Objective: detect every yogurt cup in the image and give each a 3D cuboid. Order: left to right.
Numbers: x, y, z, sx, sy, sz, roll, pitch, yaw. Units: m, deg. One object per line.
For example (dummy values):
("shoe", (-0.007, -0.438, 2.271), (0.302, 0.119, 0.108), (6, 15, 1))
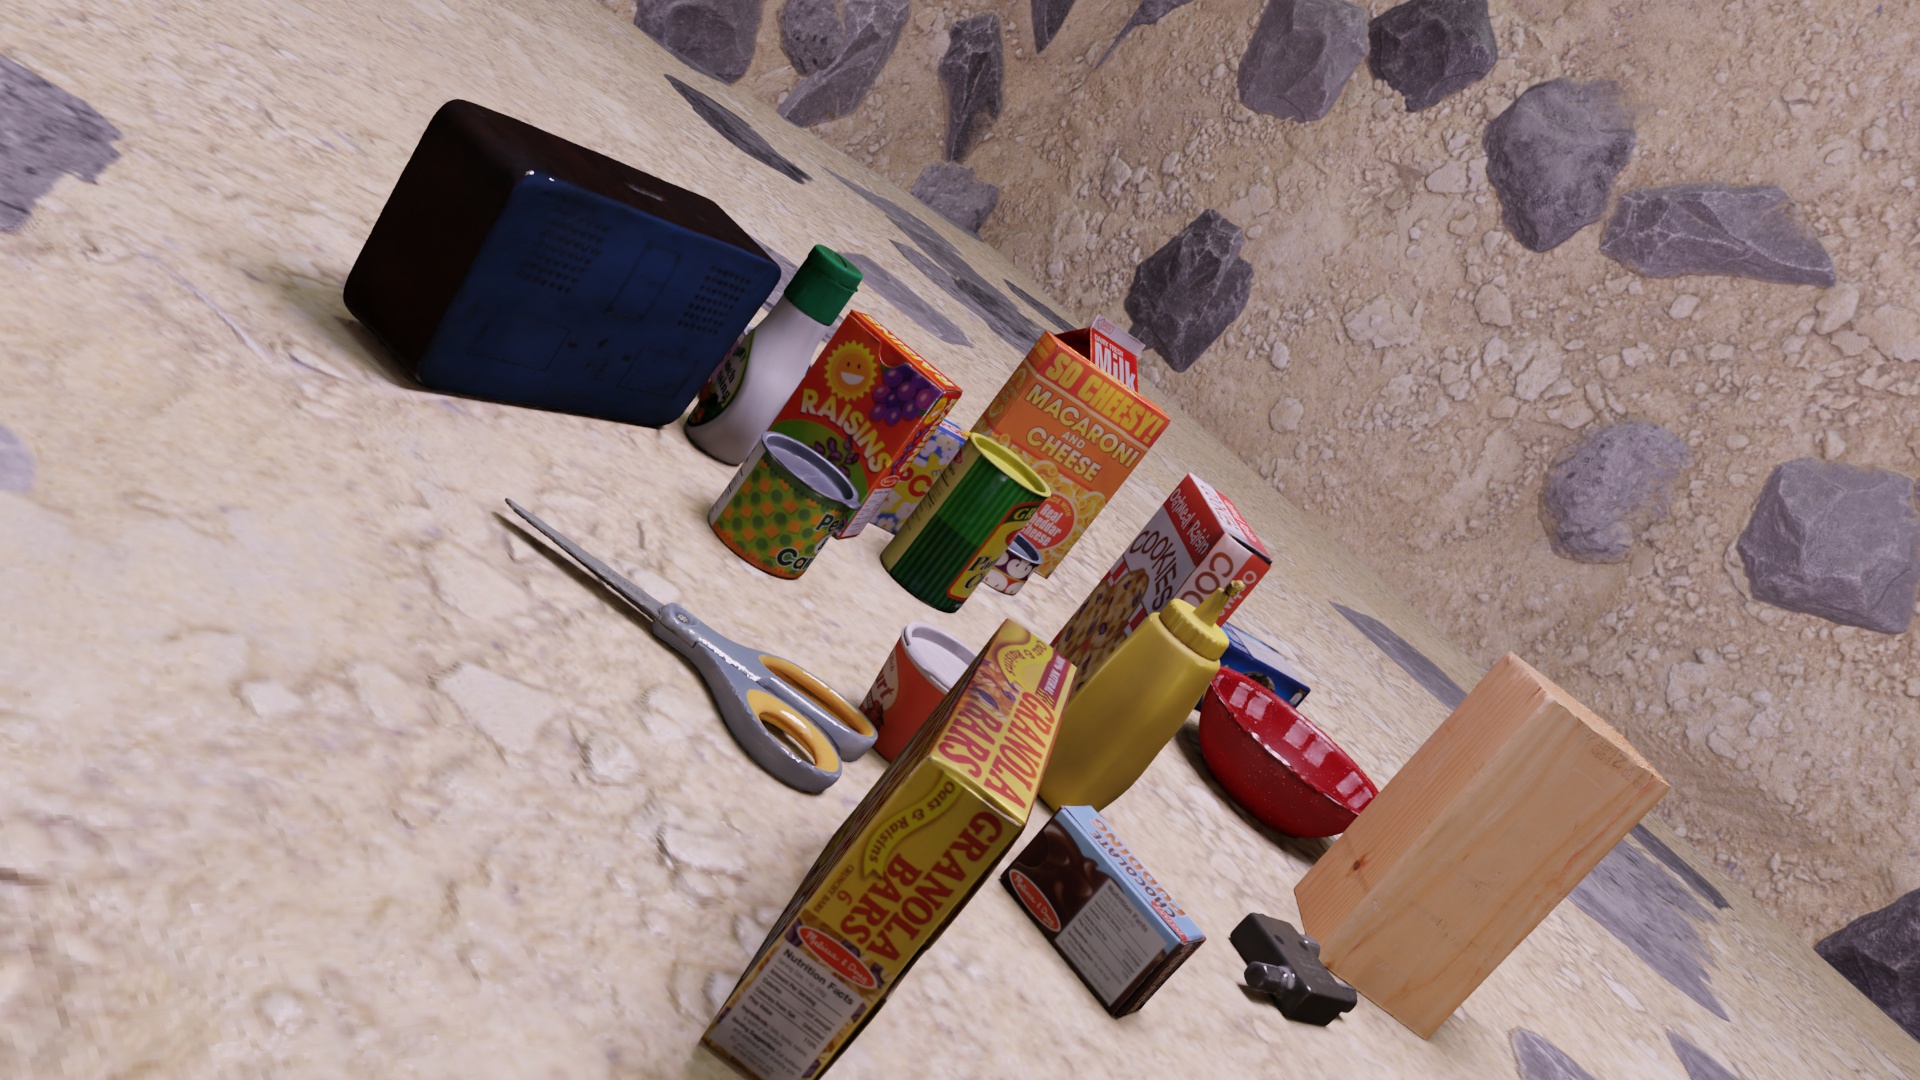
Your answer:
("yogurt cup", (-0.015, 0.082, 0.695), (0.072, 0.054, 0.072), (35, 15, -10))

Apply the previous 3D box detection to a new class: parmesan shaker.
("parmesan shaker", (0.003, -0.012, 0.923), (0.071, 0.103, 0.071), (35, 15, -10))

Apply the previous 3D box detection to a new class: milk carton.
("milk carton", (0.088, -0.113, 1.251), (0.072, 0.190, 0.074), (24, 20, -43))

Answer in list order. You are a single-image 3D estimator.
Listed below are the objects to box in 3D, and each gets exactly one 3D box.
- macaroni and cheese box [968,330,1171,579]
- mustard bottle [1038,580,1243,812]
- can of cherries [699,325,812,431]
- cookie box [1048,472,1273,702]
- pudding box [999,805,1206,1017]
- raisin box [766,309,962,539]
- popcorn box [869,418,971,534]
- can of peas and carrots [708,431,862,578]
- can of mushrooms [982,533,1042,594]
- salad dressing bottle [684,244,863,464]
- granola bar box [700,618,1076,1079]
("macaroni and cheese box", (0.068, -0.067, 1.115), (0.123, 0.166, 0.040), (30, 16, -26))
("mustard bottle", (0.101, 0.081, 0.757), (0.049, 0.160, 0.065), (46, 17, 30))
("can of cherries", (-0.140, -0.109, 0.975), (0.071, 0.058, 0.072), (35, 15, -10))
("cookie box", (0.121, 0.047, 0.889), (0.040, 0.167, 0.123), (34, 15, -13))
("pudding box", (0.064, 0.166, 0.631), (0.084, 0.049, 0.030), (46, 17, 29))
("raisin box", (-0.070, -0.075, 0.909), (0.086, 0.123, 0.040), (41, 15, 14))
("popcorn box", (-0.031, -0.047, 0.986), (0.126, 0.085, 0.038), (27, 18, -35))
("can of peas and carrots", (-0.100, -0.019, 0.795), (0.071, 0.058, 0.071), (35, 15, -10))
("can of mushrooms", (0.025, 0.008, 1.050), (0.071, 0.033, 0.071), (34, 15, -10))
("salad dressing bottle", (-0.117, -0.118, 0.880), (0.044, 0.147, 0.064), (30, 16, -26))
("granola bar box", (-0.016, 0.103, 0.492), (0.039, 0.124, 0.166), (38, 15, 1))
